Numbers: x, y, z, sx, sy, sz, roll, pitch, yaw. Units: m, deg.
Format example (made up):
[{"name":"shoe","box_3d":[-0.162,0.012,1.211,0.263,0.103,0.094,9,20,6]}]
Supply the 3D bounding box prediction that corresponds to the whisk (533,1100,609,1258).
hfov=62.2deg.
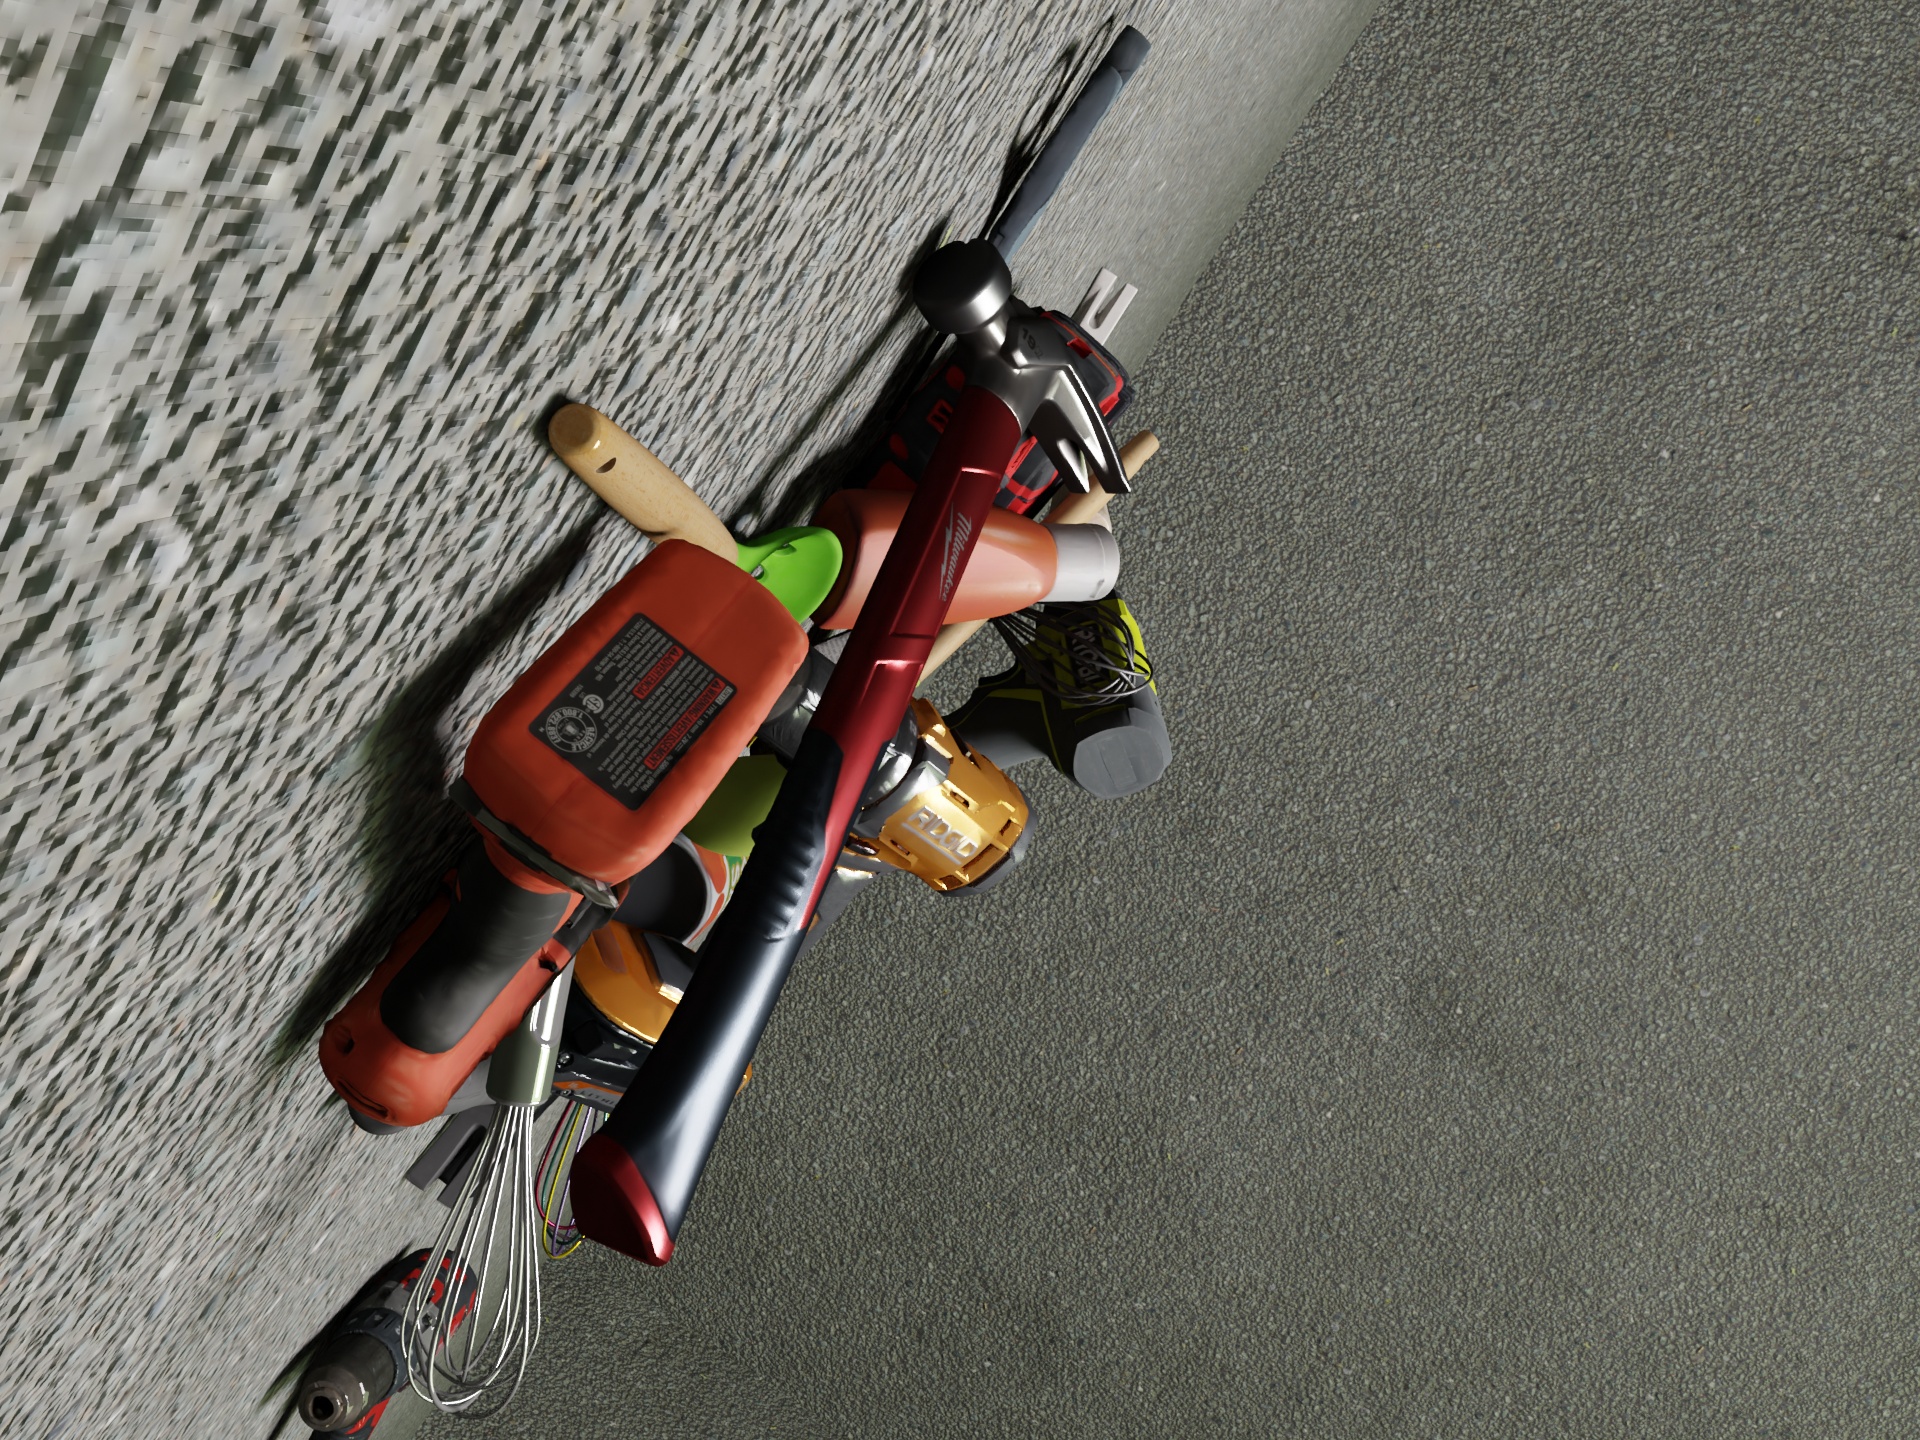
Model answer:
[{"name":"whisk","box_3d":[-0.212,0.206,0.951,0.051,0.047,0.245,23,-80,54]}]

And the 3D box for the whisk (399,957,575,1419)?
[{"name":"whisk","box_3d":[-0.176,0.155,0.626,0.057,0.059,0.246,6,96,-62]}]

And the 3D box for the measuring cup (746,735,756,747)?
[{"name":"measuring cup","box_3d":[-0.121,-0.006,0.857,0.062,0.029,0.156,-56,-169,-25]}]

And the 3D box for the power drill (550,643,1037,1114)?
[{"name":"power drill","box_3d":[-0.095,0.068,0.683,0.226,0.084,0.185,-40,140,8]}]

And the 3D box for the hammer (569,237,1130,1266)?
[{"name":"hammer","box_3d":[-0.033,0.013,0.592,0.143,0.038,0.386,48,56,-46]}]

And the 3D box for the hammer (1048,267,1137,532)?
[{"name":"hammer","box_3d":[0.080,-0.198,1.065,0.146,0.038,0.411,-57,-168,23]}]

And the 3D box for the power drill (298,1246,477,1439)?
[{"name":"power drill","box_3d":[-0.397,0.452,0.990,0.226,0.080,0.188,-58,179,2]}]

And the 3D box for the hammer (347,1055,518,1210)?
[{"name":"hammer","box_3d":[-0.233,0.173,0.751,0.146,0.035,0.334,-56,179,-13]}]

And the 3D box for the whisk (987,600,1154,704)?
[{"name":"whisk","box_3d":[0.015,-0.062,0.860,0.055,0.239,0.055,-18,122,-32]}]

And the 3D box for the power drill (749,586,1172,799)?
[{"name":"power drill","box_3d":[-0.001,-0.003,0.901,0.223,0.080,0.171,-19,-143,10]}]

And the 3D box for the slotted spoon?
[{"name":"slotted spoon","box_3d":[-0.082,-0.059,0.516,0.070,0.031,0.313,-38,177,0]}]

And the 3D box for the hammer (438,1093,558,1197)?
[{"name":"hammer","box_3d":[-0.188,0.146,1.043,0.409,0.036,0.149,-48,168,-34]}]

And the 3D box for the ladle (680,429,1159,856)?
[{"name":"ladle","box_3d":[-0.016,-0.050,0.792,0.320,0.062,0.078,-45,176,-18]}]

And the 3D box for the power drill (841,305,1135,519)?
[{"name":"power drill","box_3d":[0.005,-0.135,0.817,0.143,0.078,0.220,-48,180,27]}]
